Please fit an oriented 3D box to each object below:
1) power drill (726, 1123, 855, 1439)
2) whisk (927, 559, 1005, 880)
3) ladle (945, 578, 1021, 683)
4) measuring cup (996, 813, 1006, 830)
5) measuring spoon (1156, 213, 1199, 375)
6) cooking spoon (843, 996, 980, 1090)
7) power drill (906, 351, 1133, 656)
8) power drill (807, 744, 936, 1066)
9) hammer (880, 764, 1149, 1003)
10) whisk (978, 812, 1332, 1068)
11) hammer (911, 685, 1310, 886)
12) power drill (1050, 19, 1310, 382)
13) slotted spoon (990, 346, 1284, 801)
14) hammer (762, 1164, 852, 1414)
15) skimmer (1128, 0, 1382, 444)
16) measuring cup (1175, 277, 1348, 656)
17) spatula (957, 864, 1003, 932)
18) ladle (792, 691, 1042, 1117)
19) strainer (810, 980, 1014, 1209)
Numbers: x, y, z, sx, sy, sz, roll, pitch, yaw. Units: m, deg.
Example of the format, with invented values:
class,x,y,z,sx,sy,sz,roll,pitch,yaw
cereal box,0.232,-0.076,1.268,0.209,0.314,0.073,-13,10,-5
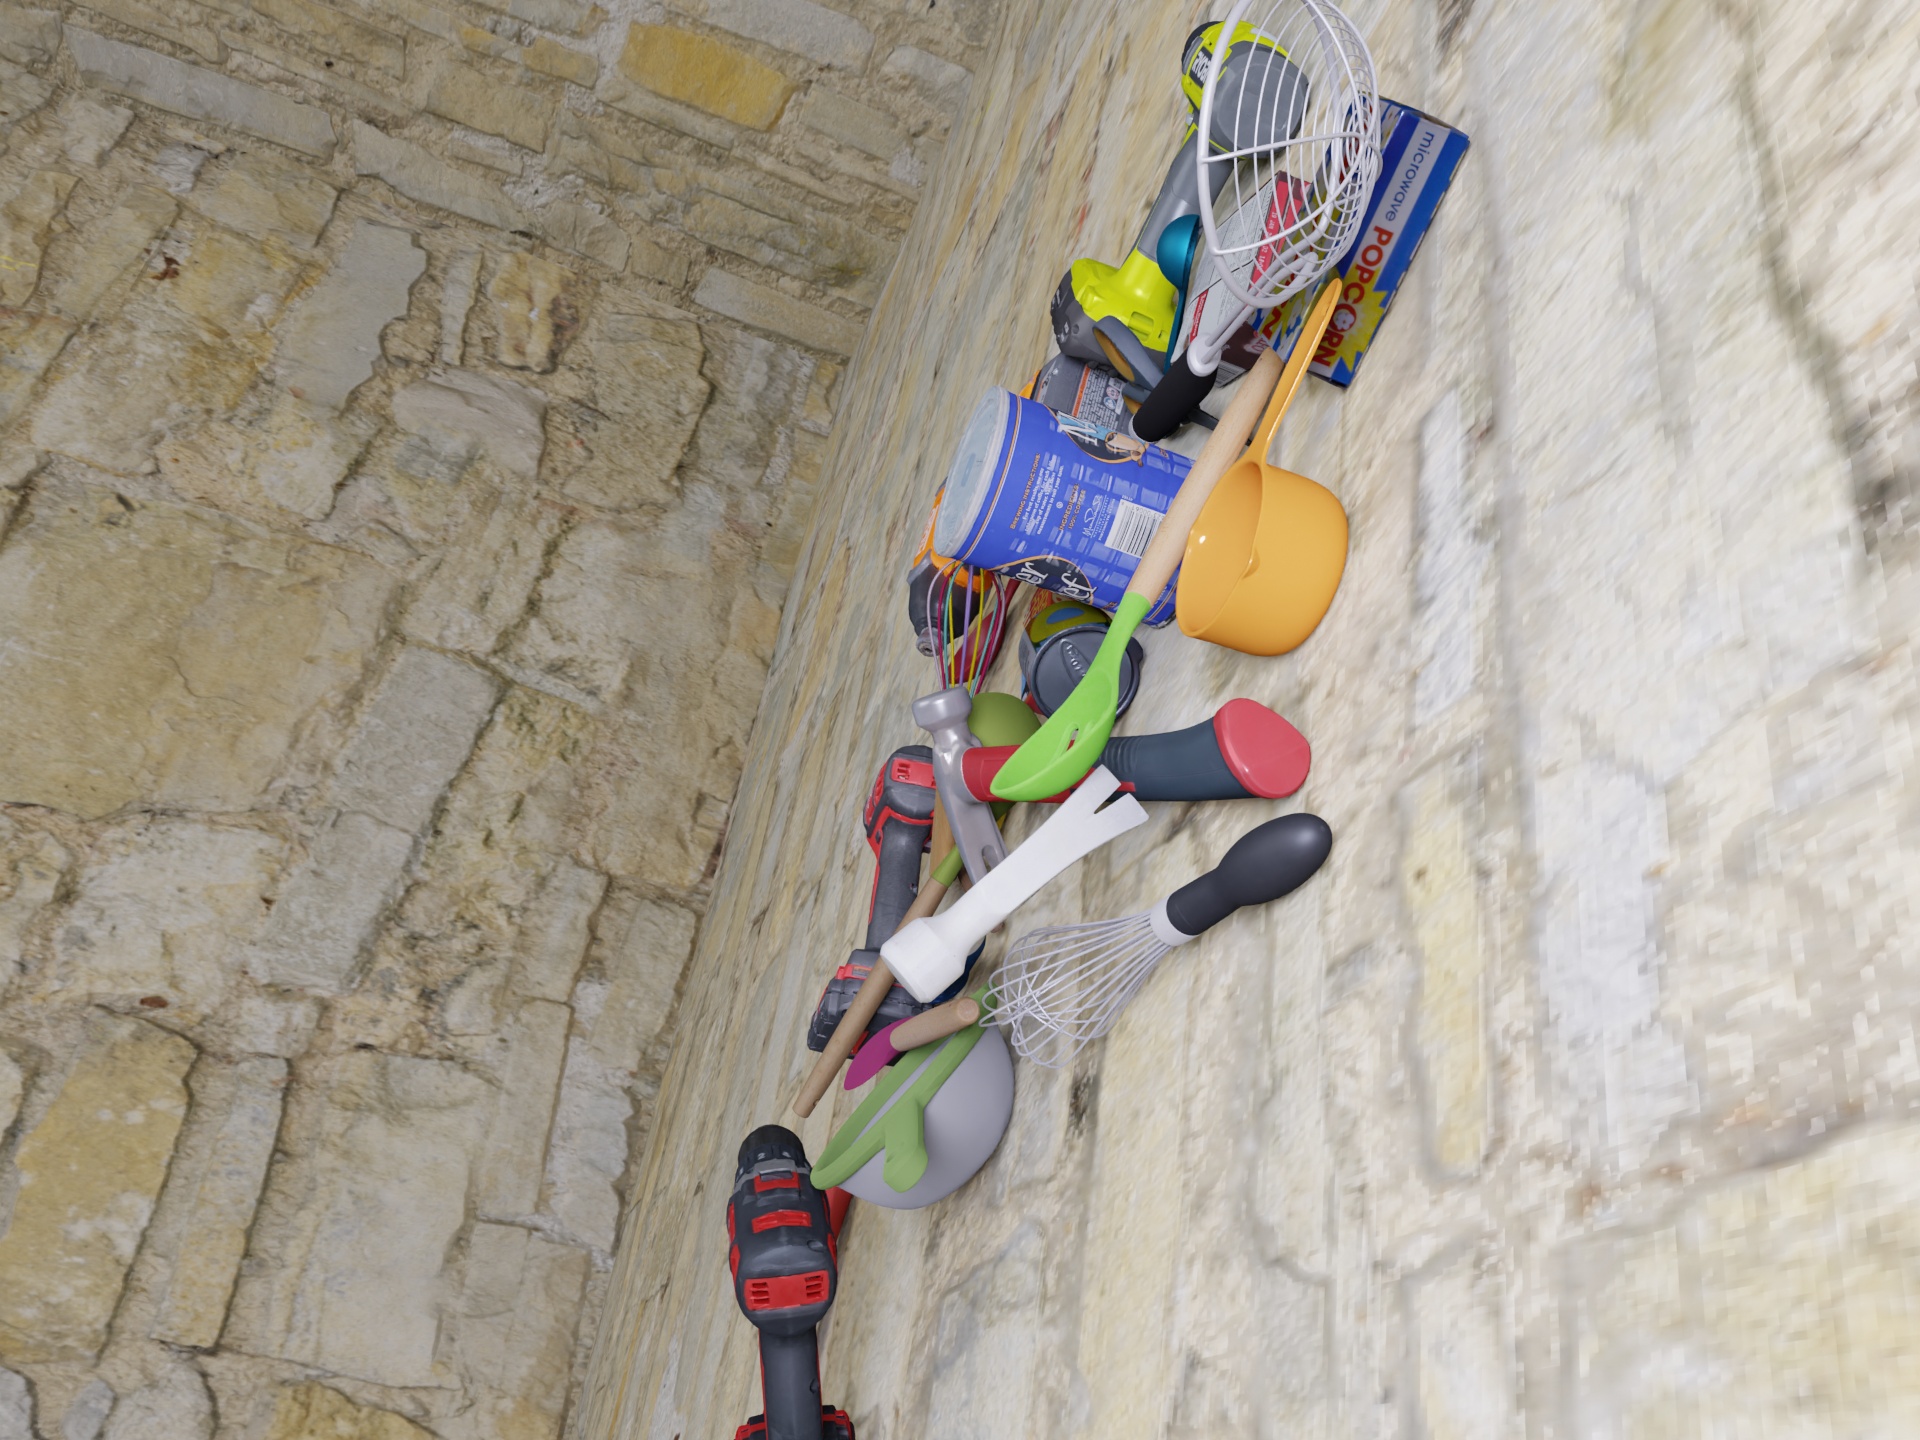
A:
class,x,y,z,sx,sy,sz,roll,pitch,yaw
power drill,-0.105,0.370,0.961,0.188,0.080,0.226,-135,41,-76
whisk,-0.002,-0.004,1.116,0.051,0.047,0.245,-13,-68,-53
ladle,0.062,-0.149,1.257,0.069,0.031,0.315,-80,15,-57
measuring cup,0.004,0.056,1.212,0.156,0.029,0.062,-153,81,-76
measuring spoon,0.125,-0.252,0.969,0.128,0.021,0.042,92,-164,-55
cooking spoon,-0.031,0.189,0.957,0.069,0.017,0.319,-44,-2,-20
power drill,0.034,-0.147,1.159,0.226,0.084,0.164,-39,29,53
power drill,-0.055,0.141,1.204,0.143,0.078,0.220,117,164,-62
hammer,0.010,0.121,0.912,0.144,0.035,0.405,-39,-8,-14
whisk,0.086,0.104,0.746,0.284,0.070,0.070,-45,29,54
hammer,0.071,0.042,0.861,0.386,0.038,0.143,-7,103,68
power drill,0.145,-0.357,1.072,0.191,0.080,0.228,-94,27,-57
slotted spoon,0.102,-0.080,0.806,0.070,0.031,0.314,-20,35,59
hammer,-0.132,0.511,1.166,0.149,0.036,0.359,141,145,-68
skimmer,0.112,-0.214,0.777,0.363,0.090,0.127,135,156,-78
measuring cup,0.157,-0.112,0.733,0.095,0.052,0.173,-118,49,-73
spatula,0.000,0.104,1.197,0.316,0.018,0.060,-127,48,-76
ladle,-0.037,0.126,1.084,0.320,0.062,0.078,-59,-29,3
strainer,-0.012,0.231,0.874,0.151,0.069,0.256,-46,0,-2
